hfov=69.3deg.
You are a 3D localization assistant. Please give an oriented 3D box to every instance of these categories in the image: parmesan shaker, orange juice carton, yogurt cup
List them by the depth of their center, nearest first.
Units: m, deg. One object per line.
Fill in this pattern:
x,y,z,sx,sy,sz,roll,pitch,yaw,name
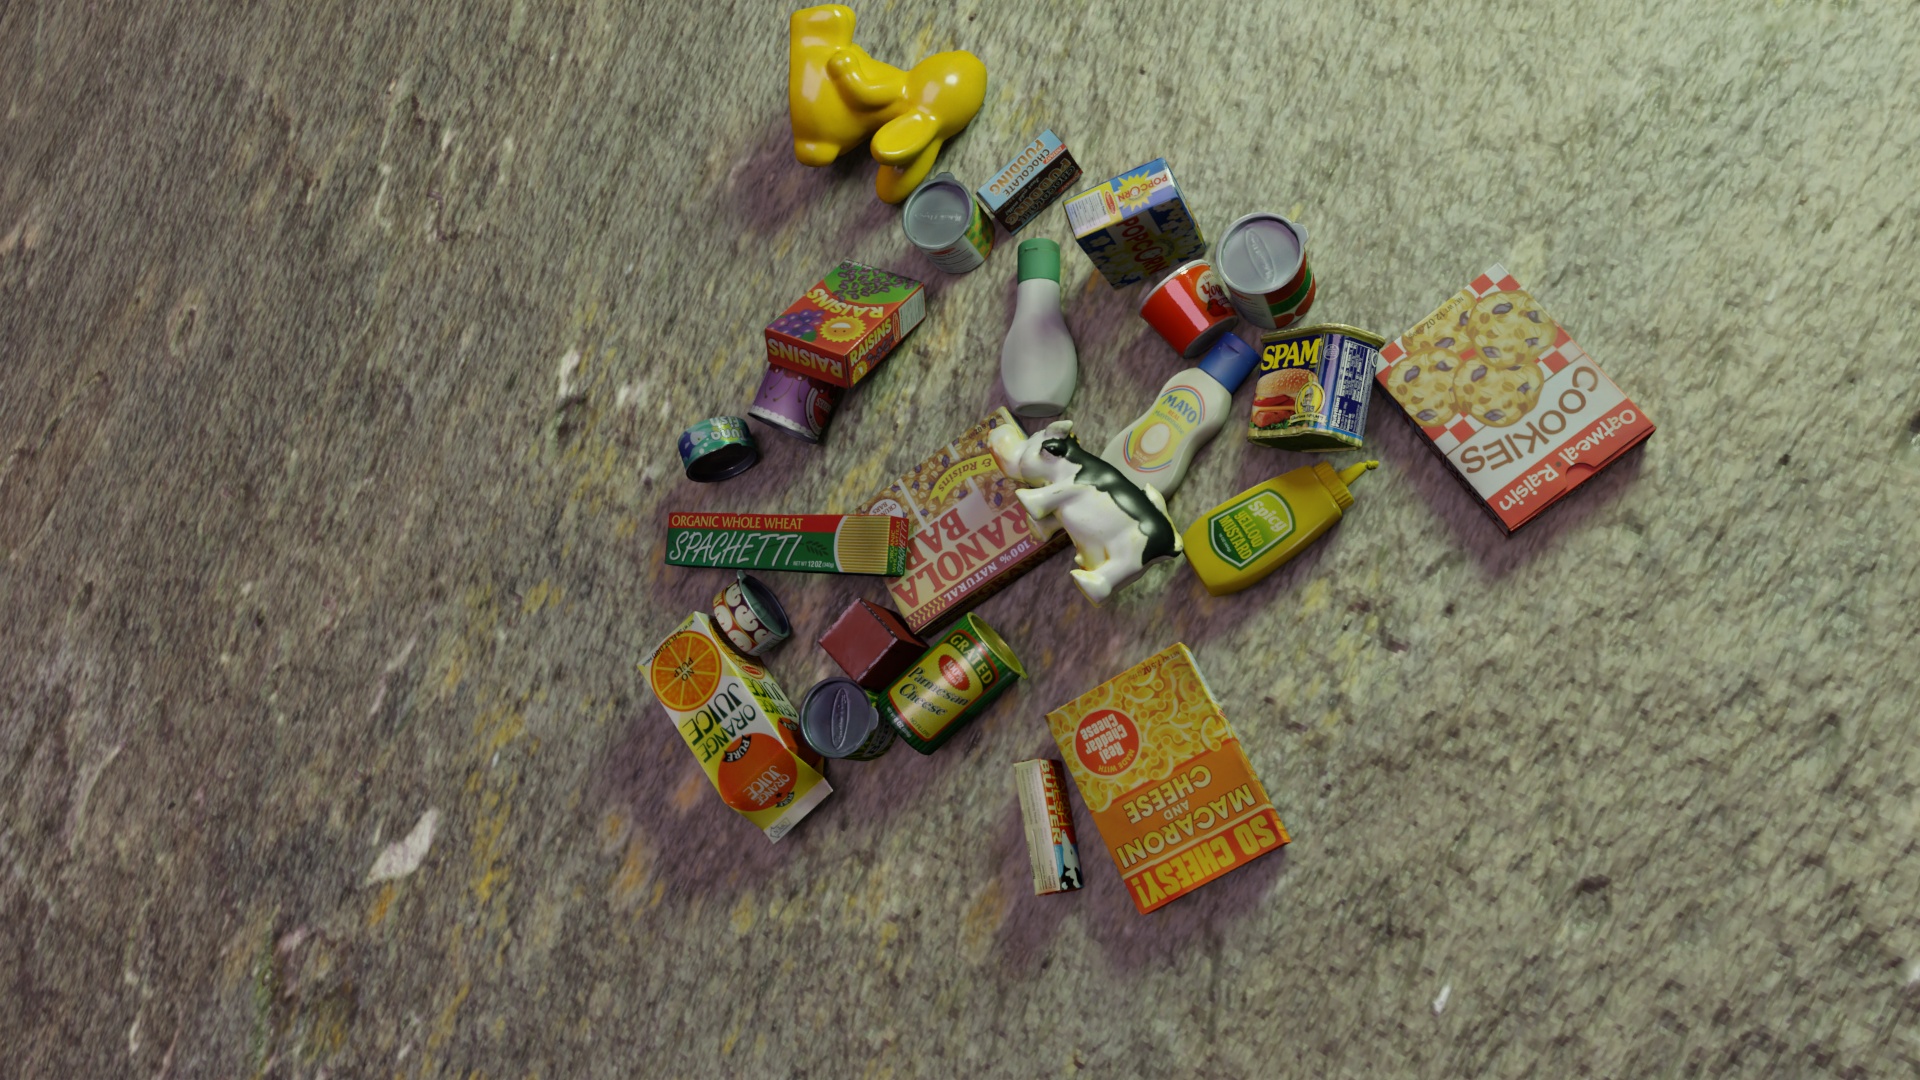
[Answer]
0.185,-0.182,1.112,0.072,0.072,0.054,-37,77,10,yogurt cup
-0.007,0.118,1.118,0.103,0.071,0.071,-43,68,8,parmesan shaker
-0.184,0.157,1.173,0.071,0.073,0.193,-42,68,8,orange juice carton

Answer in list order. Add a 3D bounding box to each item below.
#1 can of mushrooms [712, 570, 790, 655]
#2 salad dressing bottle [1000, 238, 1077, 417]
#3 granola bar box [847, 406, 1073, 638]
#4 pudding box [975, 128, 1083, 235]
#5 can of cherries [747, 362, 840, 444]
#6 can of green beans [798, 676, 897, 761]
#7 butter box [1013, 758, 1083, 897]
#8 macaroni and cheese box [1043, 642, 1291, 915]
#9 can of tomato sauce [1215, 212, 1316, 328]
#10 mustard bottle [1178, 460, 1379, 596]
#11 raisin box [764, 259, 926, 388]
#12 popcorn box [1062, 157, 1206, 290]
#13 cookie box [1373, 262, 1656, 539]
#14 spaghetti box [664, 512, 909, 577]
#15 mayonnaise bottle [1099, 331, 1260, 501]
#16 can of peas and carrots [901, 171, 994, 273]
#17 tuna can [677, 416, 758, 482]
-0.181,0.063,1.195,0.033,0.071,0.071,-36,69,12,can of mushrooms
0.066,-0.179,1.168,0.064,0.044,0.148,-4,76,22,salad dressing bottle
0.004,-0.015,1.157,0.165,0.039,0.124,-35,69,11,granola bar box
0.060,-0.307,1.194,0.083,0.049,0.030,-39,66,8,pudding box
-0.144,-0.123,1.223,0.071,0.071,0.058,21,86,24,can of cherries
-0.091,0.148,1.147,0.071,0.058,0.071,-5,77,20,can of green beans
0.068,0.220,1.074,0.024,0.053,0.104,-16,73,21,butter box
0.156,0.180,1.056,0.123,0.040,0.167,-30,69,12,macaroni and cheese box
0.241,-0.211,1.085,0.071,0.083,0.071,-4,77,20,can of tomato sauce
0.247,-0.020,1.060,0.160,0.049,0.065,-34,70,11,mustard bottle
-0.098,-0.188,1.199,0.086,0.039,0.124,21,48,23,raisin box
0.141,-0.251,1.109,0.085,0.126,0.038,-22,75,16,popcorn box
0.400,-0.103,1.024,0.123,0.040,0.168,-38,68,9,cookie box
-0.155,0.002,1.194,0.250,0.029,0.050,1,84,32,spaghetti box
0.178,-0.098,1.107,0.065,0.041,0.148,42,95,25,mayonnaise bottle
-0.010,-0.275,1.208,0.071,0.058,0.071,-5,77,20,can of peas and carrots
-0.216,-0.082,1.239,0.071,0.071,0.033,-26,71,14,tuna can
